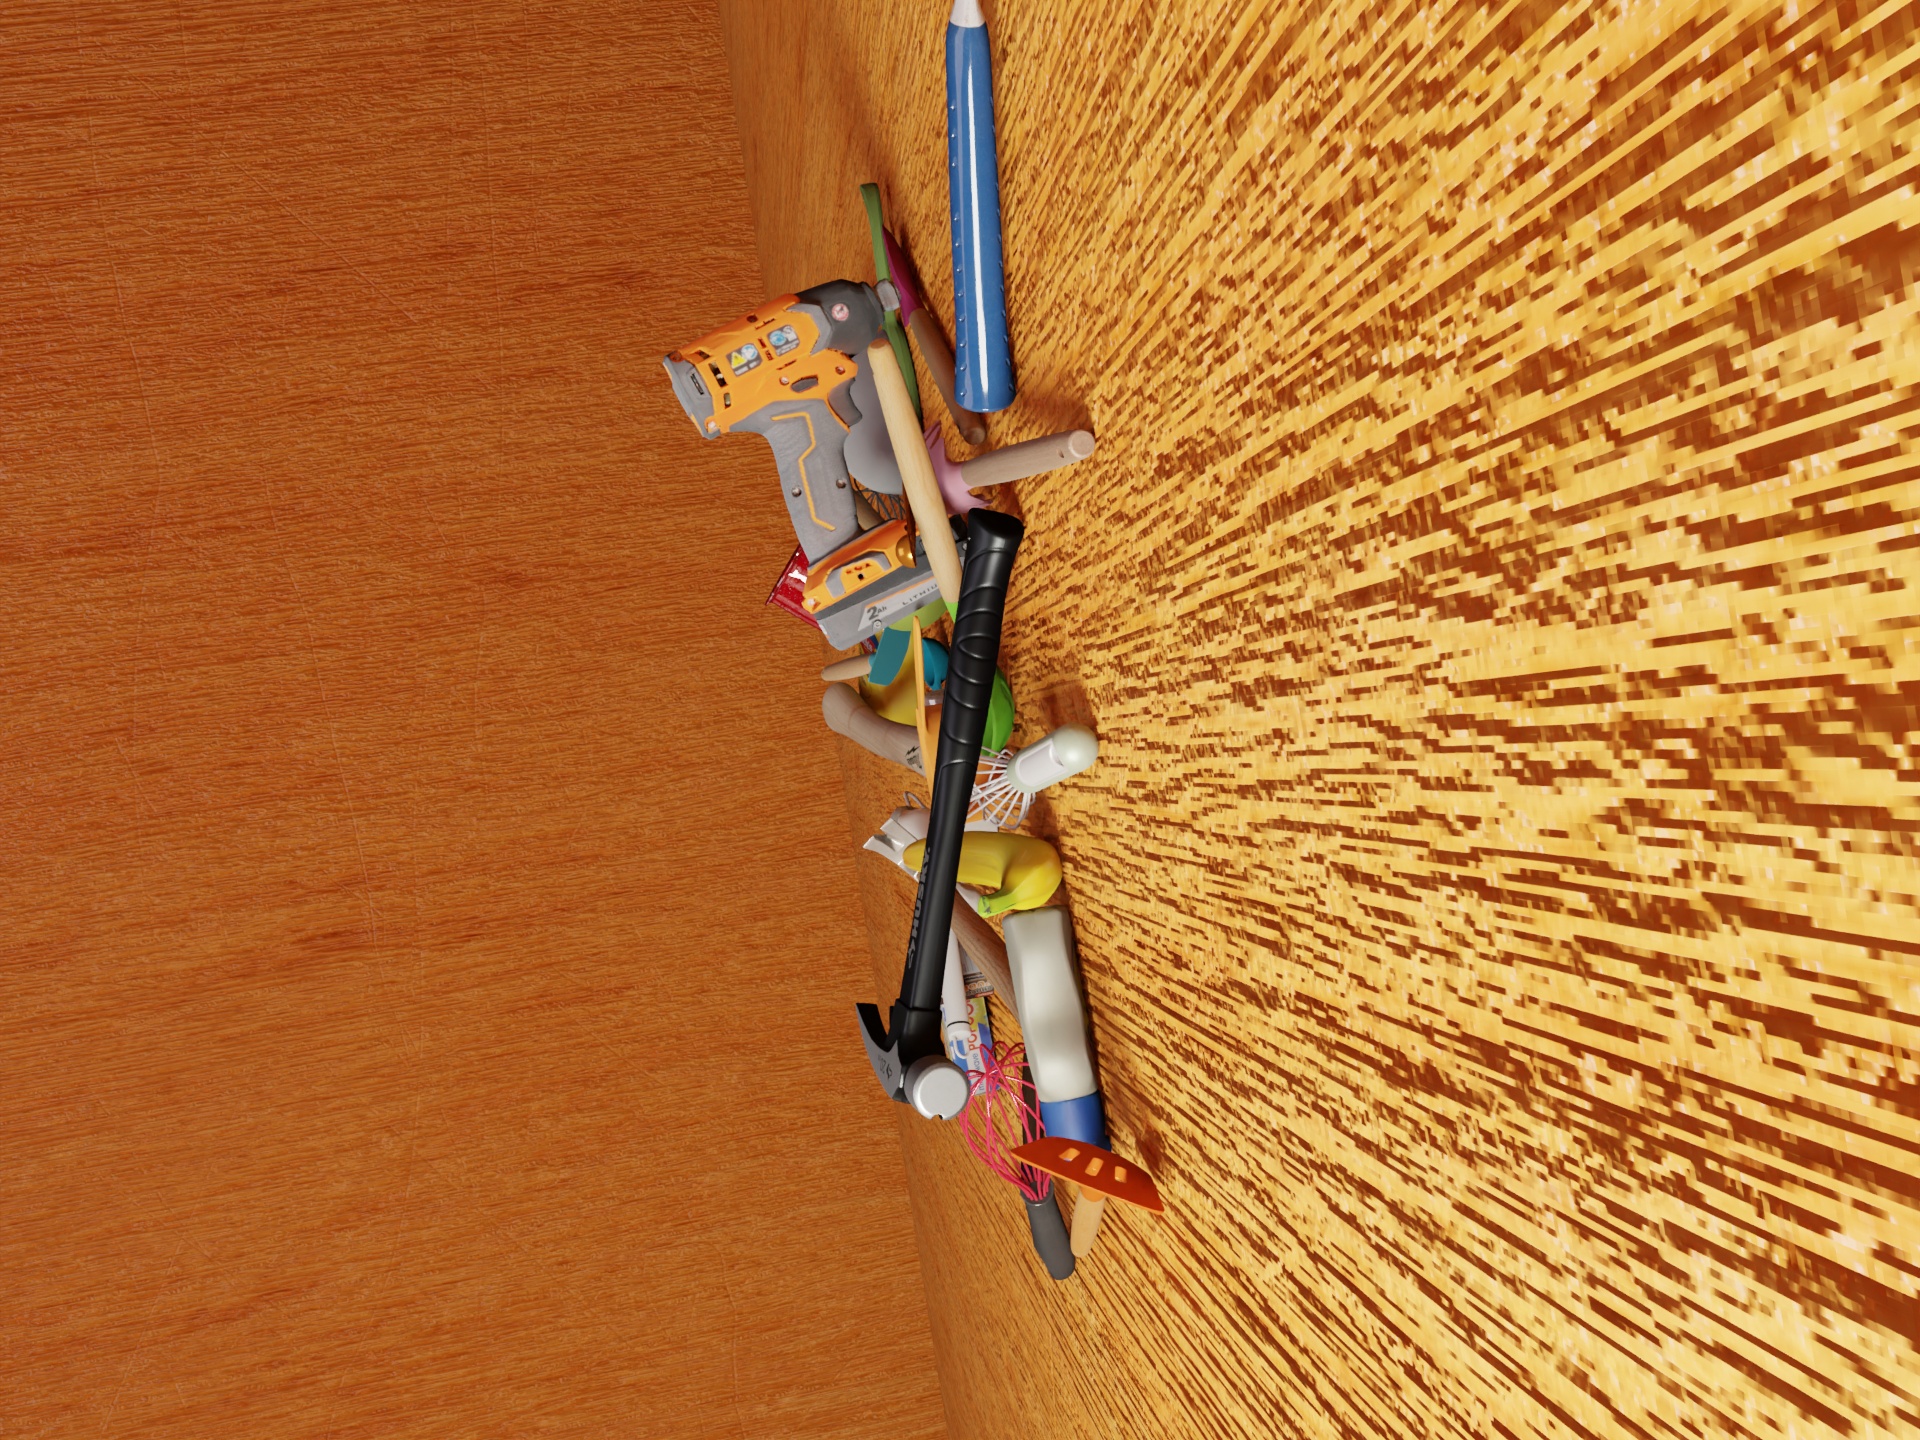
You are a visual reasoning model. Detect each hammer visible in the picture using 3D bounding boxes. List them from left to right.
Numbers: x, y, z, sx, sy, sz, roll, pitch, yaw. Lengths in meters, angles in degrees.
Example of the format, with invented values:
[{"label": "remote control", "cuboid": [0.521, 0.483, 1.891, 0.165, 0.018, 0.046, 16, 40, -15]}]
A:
[{"label": "hammer", "cuboid": [-0.054, 0.027, 1.361, 0.411, 0.038, 0.146, -160, 59, -71]}, {"label": "hammer", "cuboid": [-0.007, 0.044, 0.904, 0.146, 0.035, 0.335, -174, 93, -74]}, {"label": "hammer", "cuboid": [0.003, -0.341, 0.745, 0.144, 0.035, 0.405, -110, 13, -52]}, {"label": "hammer", "cuboid": [0.009, 0.152, 1.144, 0.130, 0.031, 0.331, 43, 179, -21]}]

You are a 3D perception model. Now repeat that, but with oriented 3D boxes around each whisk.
[{"label": "whisk", "cuboid": [-0.050, -0.150, 1.321, 0.239, 0.055, 0.055, -119, 20, -56]}, {"label": "whisk", "cuboid": [0.035, 0.030, 0.905, 0.058, 0.059, 0.246, 62, 166, 3]}, {"label": "whisk", "cuboid": [0.048, 0.301, 1.055, 0.295, 0.073, 0.073, 75, 179, -46]}]

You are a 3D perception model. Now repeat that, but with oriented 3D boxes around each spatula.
[{"label": "spatula", "cuboid": [-0.090, -0.056, 1.406, 0.317, 0.044, 0.082, -9, 62, 71]}, {"label": "spatula", "cuboid": [0.055, 0.307, 1.189, 0.315, 0.018, 0.060, 88, 169, -49]}, {"label": "spatula", "cuboid": [0.072, 0.286, 0.925, 0.322, 0.081, 0.041, 86, -155, -62]}]

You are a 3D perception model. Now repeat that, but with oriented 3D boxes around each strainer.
[{"label": "strainer", "cuboid": [-0.080, -0.295, 1.275, 0.152, 0.069, 0.256, -114, 15, -62]}, {"label": "strainer", "cuboid": [-0.013, 0.161, 1.334, 0.050, 0.086, 0.259, -34, 50, 34]}]

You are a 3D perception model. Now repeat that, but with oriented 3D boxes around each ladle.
[{"label": "ladle", "cuboid": [-0.077, -0.156, 1.278, 0.320, 0.062, 0.078, -130, 50, -56]}]

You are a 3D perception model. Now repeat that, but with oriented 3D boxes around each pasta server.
[{"label": "pasta server", "cuboid": [0.020, -0.140, 0.857, 0.060, 0.040, 0.316, 56, 171, -12]}]

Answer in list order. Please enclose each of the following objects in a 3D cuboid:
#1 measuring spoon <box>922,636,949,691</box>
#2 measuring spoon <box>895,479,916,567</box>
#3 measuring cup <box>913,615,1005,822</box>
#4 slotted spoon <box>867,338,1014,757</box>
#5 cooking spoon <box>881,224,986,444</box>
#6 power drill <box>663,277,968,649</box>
[{"label": "measuring spoon", "cuboid": [-0.004, -0.012, 1.274, 0.042, 0.021, 0.129, 105, 146, -60]}, {"label": "measuring spoon", "cuboid": [-0.034, -0.120, 0.944, 0.117, 0.011, 0.021, -95, -8, -60]}, {"label": "measuring cup", "cuboid": [-0.002, -0.003, 1.090, 0.095, 0.052, 0.173, -105, 8, -50]}, {"label": "slotted spoon", "cuboid": [-0.008, -0.092, 0.942, 0.313, 0.031, 0.070, 72, 180, -45]}, {"label": "cooking spoon", "cuboid": [-0.023, -0.264, 1.085, 0.319, 0.017, 0.068, -109, 4, -52]}, {"label": "power drill", "cuboid": [-0.075, -0.180, 1.071, 0.226, 0.164, 0.084, 61, 174, -7]}]
